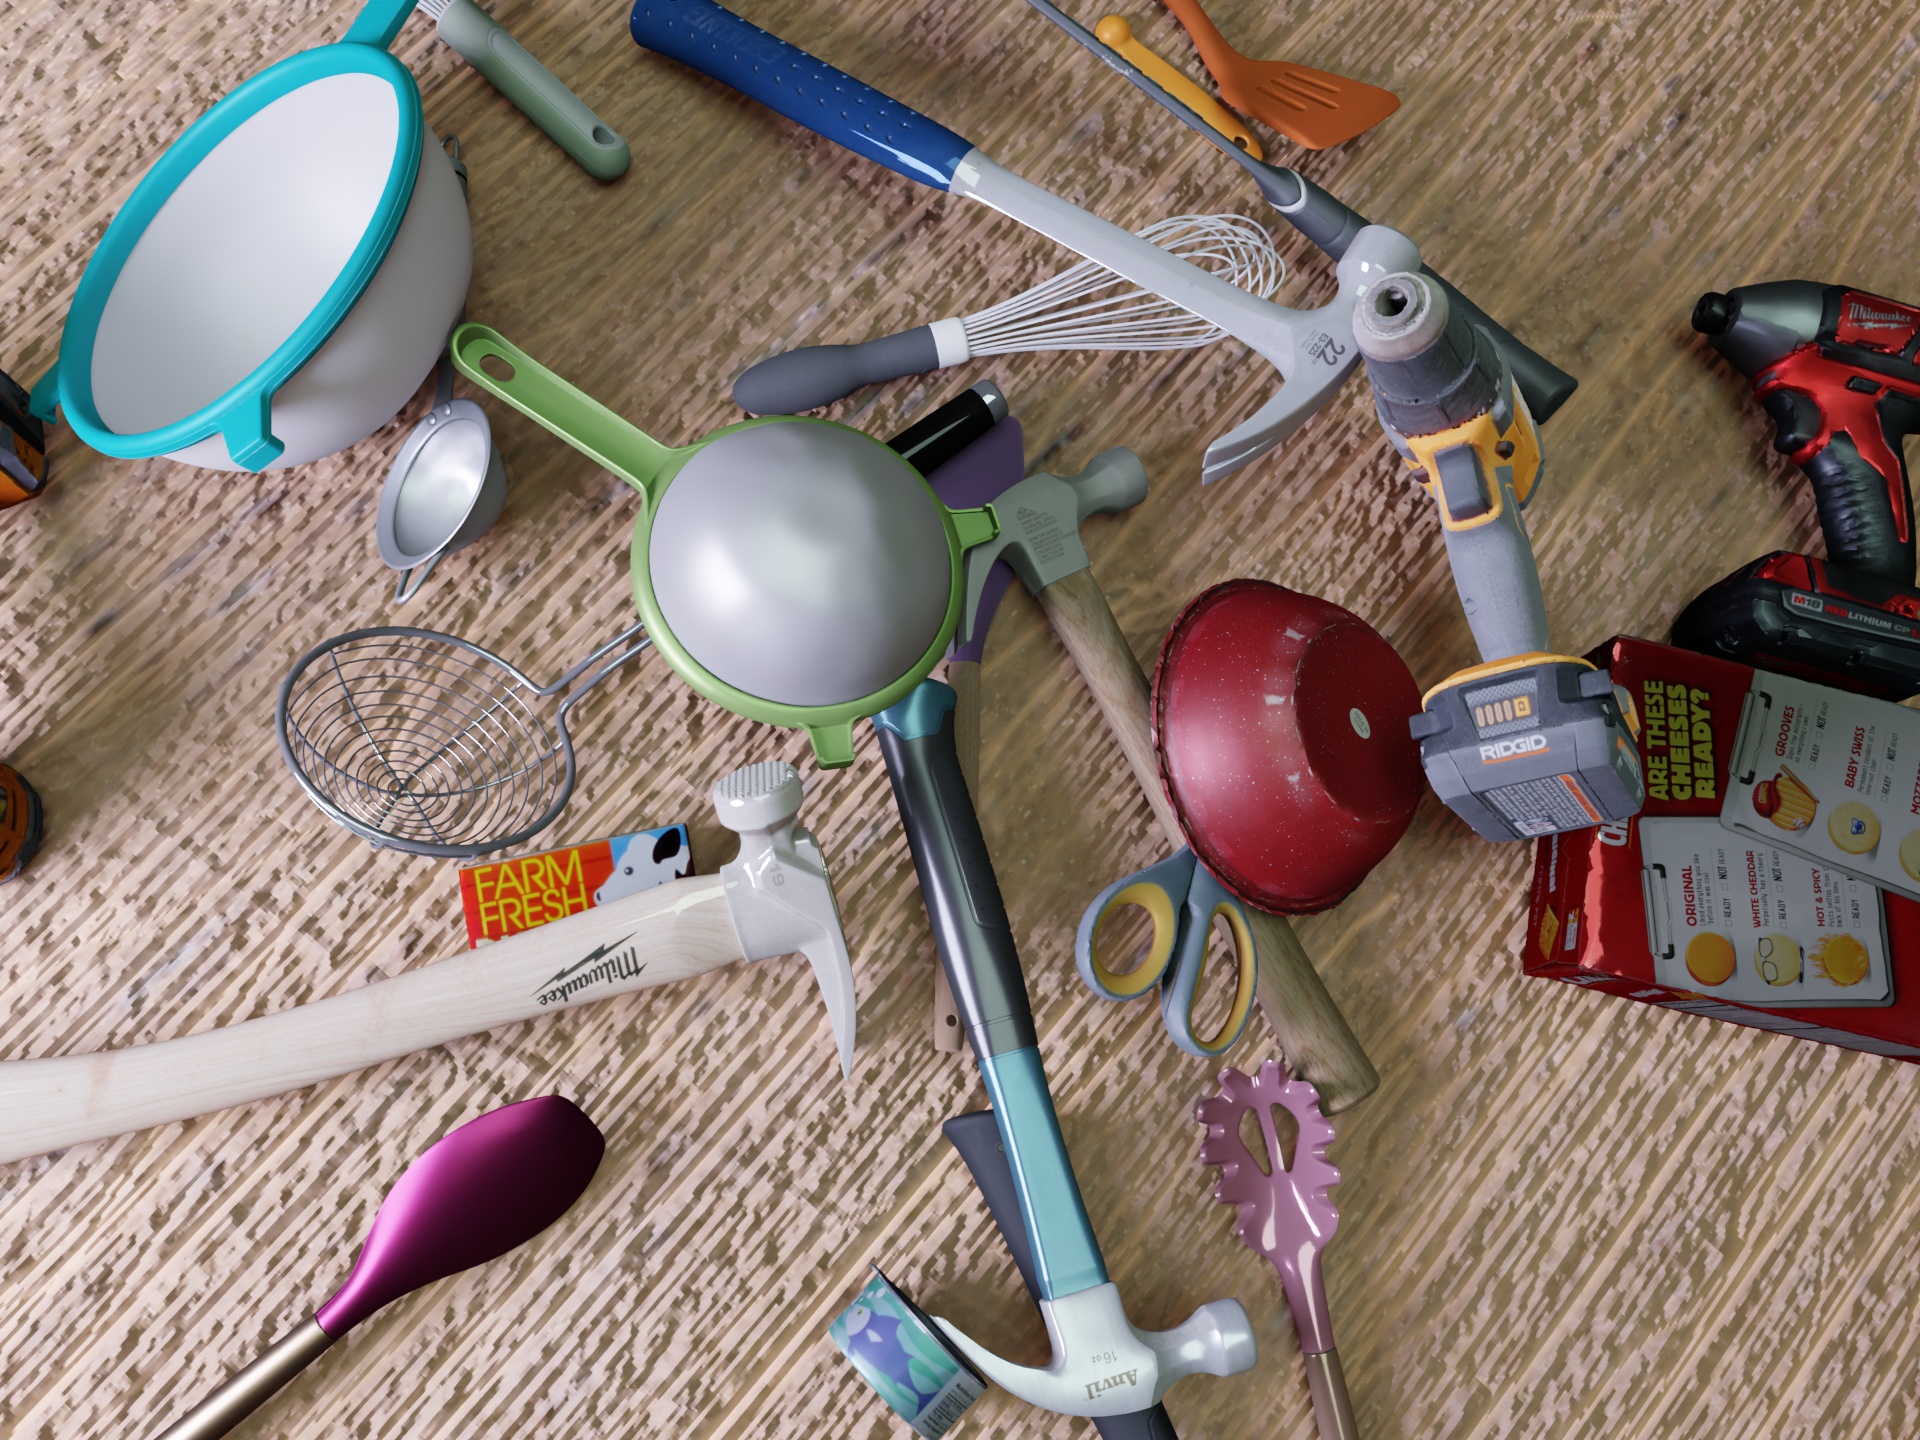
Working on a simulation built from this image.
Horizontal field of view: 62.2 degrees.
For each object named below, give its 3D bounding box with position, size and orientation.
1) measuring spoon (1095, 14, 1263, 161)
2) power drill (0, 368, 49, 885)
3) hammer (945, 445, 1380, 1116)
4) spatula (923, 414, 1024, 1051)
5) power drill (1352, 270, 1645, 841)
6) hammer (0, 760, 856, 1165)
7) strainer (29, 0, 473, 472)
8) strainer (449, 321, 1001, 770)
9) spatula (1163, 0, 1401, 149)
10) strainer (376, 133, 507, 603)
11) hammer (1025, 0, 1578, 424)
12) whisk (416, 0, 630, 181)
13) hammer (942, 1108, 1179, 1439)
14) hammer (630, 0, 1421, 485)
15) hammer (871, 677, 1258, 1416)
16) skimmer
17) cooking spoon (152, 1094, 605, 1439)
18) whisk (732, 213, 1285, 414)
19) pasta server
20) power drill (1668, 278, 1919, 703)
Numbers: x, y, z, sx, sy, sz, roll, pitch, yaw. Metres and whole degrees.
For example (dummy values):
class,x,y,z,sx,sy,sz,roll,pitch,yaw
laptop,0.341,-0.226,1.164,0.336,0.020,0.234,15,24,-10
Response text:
class,x,y,z,sx,sy,sz,roll,pitch,yaw
measuring spoon,0.119,-0.340,0.855,0.117,0.011,0.021,43,76,4
power drill,-0.442,-0.051,0.649,0.084,0.164,0.227,-6,77,-6
hammer,0.101,0.034,0.754,0.130,0.031,0.331,-26,84,-22
spatula,-0.001,-0.002,0.763,0.059,0.018,0.316,3,76,-4
power drill,0.229,-0.075,0.701,0.084,0.185,0.226,-15,68,26
hammer,-0.250,0.138,0.680,0.410,0.038,0.146,-15,111,-3
strainer,-0.267,-0.245,0.728,0.211,0.095,0.340,15,73,35
strainer,-0.109,-0.106,0.684,0.256,0.069,0.151,33,67,-3
spatula,0.102,-0.419,0.856,0.081,0.041,0.323,-36,82,-31
strainer,-0.244,-0.171,0.761,0.087,0.050,0.259,-17,69,34
hammer,0.148,-0.279,0.806,0.409,0.149,0.036,35,113,-7
whisk,-0.259,-0.360,0.799,0.246,0.059,0.058,43,49,-1
hammer,0.078,0.322,0.686,0.146,0.035,0.335,-27,79,-2
hammer,0.007,-0.257,0.767,0.405,0.035,0.144,32,78,14
hammer,0.018,0.132,0.697,0.128,0.033,0.331,-13,74,-12
skimmer,-0.127,-0.066,0.720,0.363,0.090,0.127,-36,72,-12
cooking spoon,-0.284,0.269,0.661,0.319,0.017,0.068,-38,120,-9
whisk,0.025,-0.195,0.791,0.284,0.070,0.070,-16,80,-5
pasta server,0.165,0.308,0.704,0.060,0.040,0.316,-14,80,12
power drill,0.437,-0.123,0.814,0.143,0.078,0.220,15,74,-3
